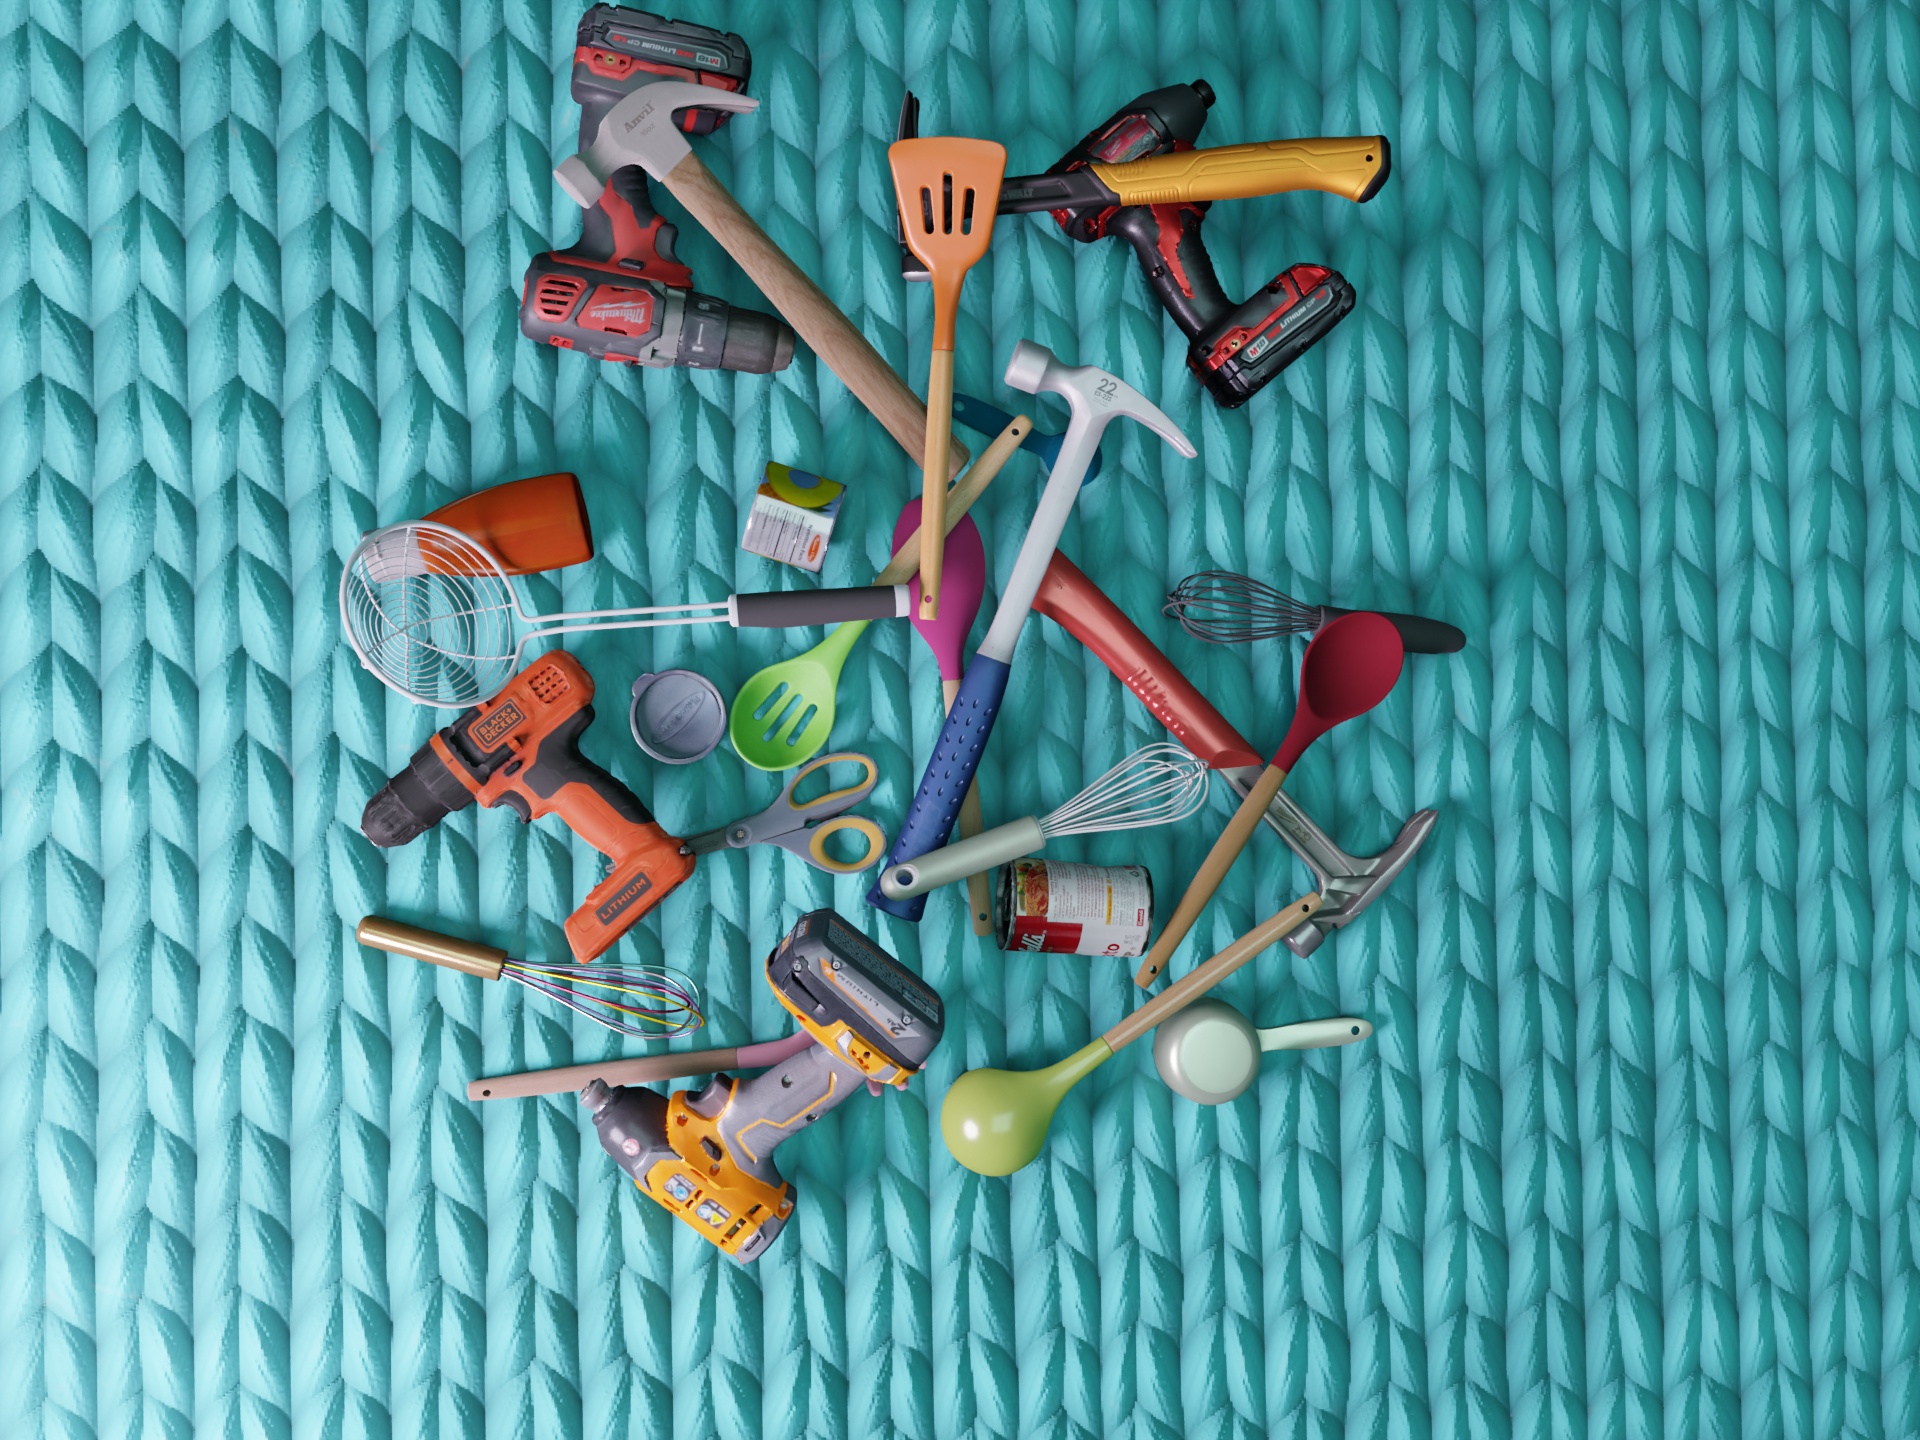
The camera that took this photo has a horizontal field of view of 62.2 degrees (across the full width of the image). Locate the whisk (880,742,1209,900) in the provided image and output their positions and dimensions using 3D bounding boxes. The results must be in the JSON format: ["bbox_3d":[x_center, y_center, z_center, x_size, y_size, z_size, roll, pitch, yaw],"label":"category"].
[{"bbox_3d":[0.061,0.074,1.102,0.246,0.059,0.058,-20,70,-9],"label":"whisk"}]

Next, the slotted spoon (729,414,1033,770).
[{"bbox_3d":[-0.051,-0.093,1.127,0.070,0.031,0.314,39,88,-1],"label":"slotted spoon"}]

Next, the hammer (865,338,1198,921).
[{"bbox_3d":[0.033,-0.051,1.112,0.144,0.035,0.405,22,93,-2],"label":"hammer"}]

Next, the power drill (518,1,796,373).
[{"bbox_3d":[-0.196,-0.354,1.098,0.187,0.080,0.227,8,92,-14],"label":"power drill"}]

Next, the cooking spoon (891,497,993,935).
[{"bbox_3d":[-0.002,-0.004,1.147,0.068,0.017,0.319,-7,89,-7],"label":"cooking spoon"}]

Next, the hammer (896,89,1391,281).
[{"bbox_3d":[0.121,-0.377,1.088,0.337,0.034,0.127,-1,97,11],"label":"hammer"}]

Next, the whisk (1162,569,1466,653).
[{"bbox_3d":[0.263,-0.072,1.173,0.239,0.055,0.055,7,89,-12],"label":"whisk"}]

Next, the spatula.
[{"bbox_3d":[-0.015,-0.231,1.092,0.081,0.041,0.322,3,94,6],"label":"spatula"}]

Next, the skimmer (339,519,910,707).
[{"bbox_3d":[-0.211,-0.078,1.050,0.363,0.090,0.127,-4,74,-8],"label":"skimmer"}]

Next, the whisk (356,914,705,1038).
[{"bbox_3d":[-0.293,0.173,1.095,0.245,0.047,0.051,16,89,-4],"label":"whisk"}]

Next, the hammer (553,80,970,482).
[{"bbox_3d":[-0.110,-0.290,1.085,0.130,0.031,0.331,-48,112,-7],"label":"hammer"}]

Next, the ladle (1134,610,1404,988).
[{"bbox_3d":[0.215,0.057,1.135,0.069,0.031,0.315,35,85,-6],"label":"ladle"}]

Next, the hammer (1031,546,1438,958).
[{"bbox_3d":[0.183,0.000,1.163,0.149,0.037,0.359,-45,95,-6],"label":"hammer"}]

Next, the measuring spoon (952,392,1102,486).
[{"bbox_3d":[0.045,-0.209,1.153,0.128,0.021,0.042,23,86,-8],"label":"measuring spoon"}]

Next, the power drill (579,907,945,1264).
[{"bbox_3d":[-0.136,0.237,1.062,0.164,0.084,0.226,39,100,-10],"label":"power drill"}]

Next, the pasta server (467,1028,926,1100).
[{"bbox_3d":[-0.183,0.242,1.111,0.316,0.040,0.060,-6,101,-7],"label":"pasta server"}]

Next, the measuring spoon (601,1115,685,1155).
[{"bbox_3d":[-0.192,0.285,1.124,0.124,0.018,0.034,-5,90,-14],"label":"measuring spoon"}]

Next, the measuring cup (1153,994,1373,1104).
[{"bbox_3d":[0.227,0.238,1.164,0.167,0.038,0.083,-6,90,-6],"label":"measuring cup"}]

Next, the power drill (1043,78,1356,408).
[{"bbox_3d":[0.175,-0.348,1.145,0.143,0.078,0.219,-40,91,-1],"label":"power drill"}]

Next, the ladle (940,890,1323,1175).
[{"bbox_3d":[0.125,0.217,1.139,0.320,0.062,0.078,-34,85,-7],"label":"ladle"}]
